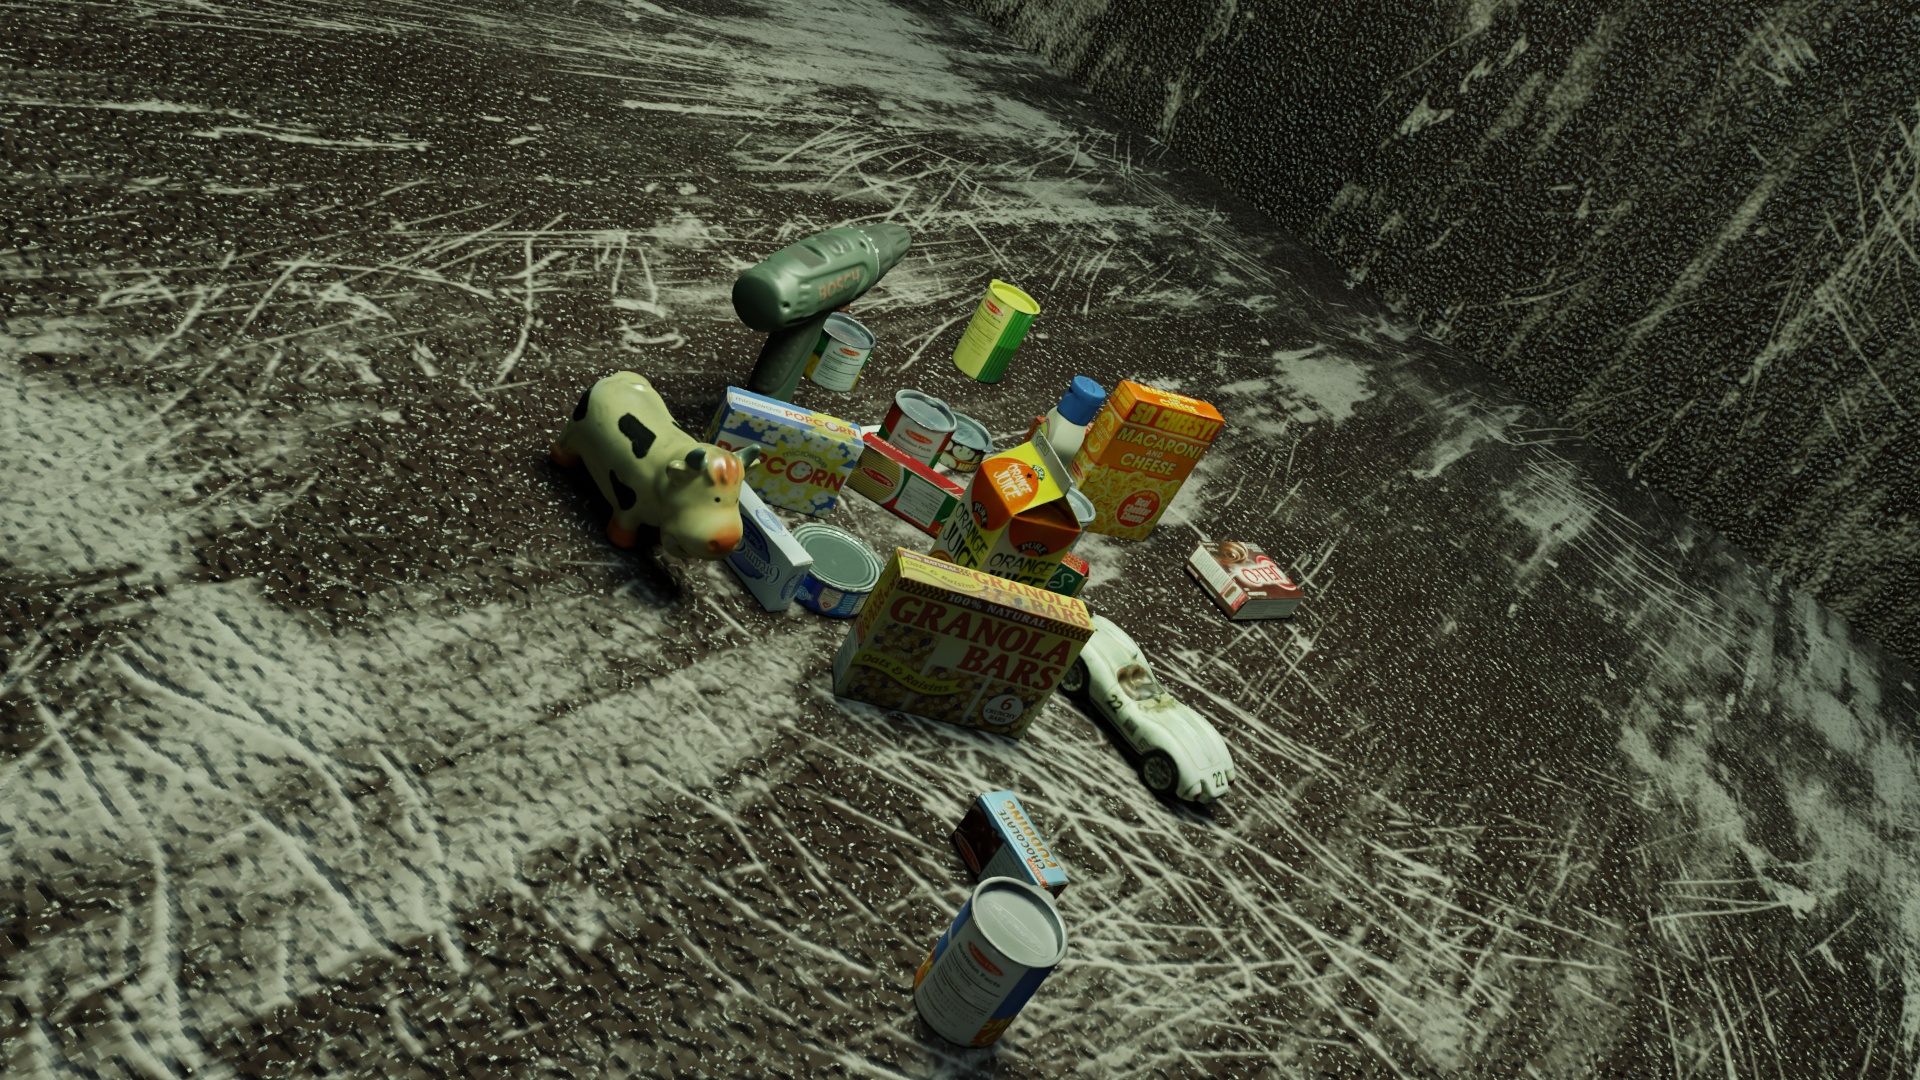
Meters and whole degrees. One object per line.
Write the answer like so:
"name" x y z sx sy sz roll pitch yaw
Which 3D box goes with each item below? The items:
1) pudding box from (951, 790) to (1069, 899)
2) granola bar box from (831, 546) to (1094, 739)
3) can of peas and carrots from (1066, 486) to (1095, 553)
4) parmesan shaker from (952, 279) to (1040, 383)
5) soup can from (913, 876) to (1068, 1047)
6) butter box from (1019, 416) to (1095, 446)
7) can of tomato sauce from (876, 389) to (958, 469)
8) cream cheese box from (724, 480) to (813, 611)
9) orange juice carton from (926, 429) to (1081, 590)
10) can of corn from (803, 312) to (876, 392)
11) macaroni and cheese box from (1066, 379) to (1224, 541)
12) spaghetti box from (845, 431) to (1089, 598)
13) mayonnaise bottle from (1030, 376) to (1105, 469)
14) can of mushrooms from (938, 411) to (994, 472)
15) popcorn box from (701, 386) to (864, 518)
"pudding box" 0.033 0.220 0.961 0.030 0.049 0.084 3 39 -41
"granola bar box" 0.000 0.082 1.071 0.165 0.123 0.039 17 31 -23
"can of peas and carrots" 0.090 -0.020 1.382 0.071 0.058 0.071 23 29 -14
"parmesan shaker" 0.039 -0.247 1.646 0.071 0.102 0.072 23 29 -14
"soup can" 0.019 0.258 0.853 0.071 0.083 0.072 23 29 -14
"butter box" 0.116 -0.108 1.550 0.104 0.053 0.024 2 40 -41
"can of tomato sauce" -0.050 -0.094 1.343 0.071 0.082 0.071 23 29 -14
"cream cheese box" -0.164 0.004 1.114 0.024 0.053 0.104 -9 47 -50
"orange juice carton" 0.034 0.004 1.154 0.073 0.191 0.072 11 34 -33
"can of corn" -0.130 -0.199 1.460 0.071 0.058 0.071 23 29 -14
"macaroni and cheese box" 0.180 -0.081 1.450 0.124 0.165 0.040 10 35 -33
"spaghetti box" 0.005 -0.016 1.306 0.250 0.050 0.029 31 28 1
"mayonnaise bottle" 0.096 -0.099 1.420 0.041 0.147 0.065 21 30 -18
"can of mushrooms" -0.001 -0.102 1.452 0.071 0.033 0.071 23 30 -14
"popcorn box" -0.159 -0.076 1.211 0.127 0.084 0.038 16 32 -26
